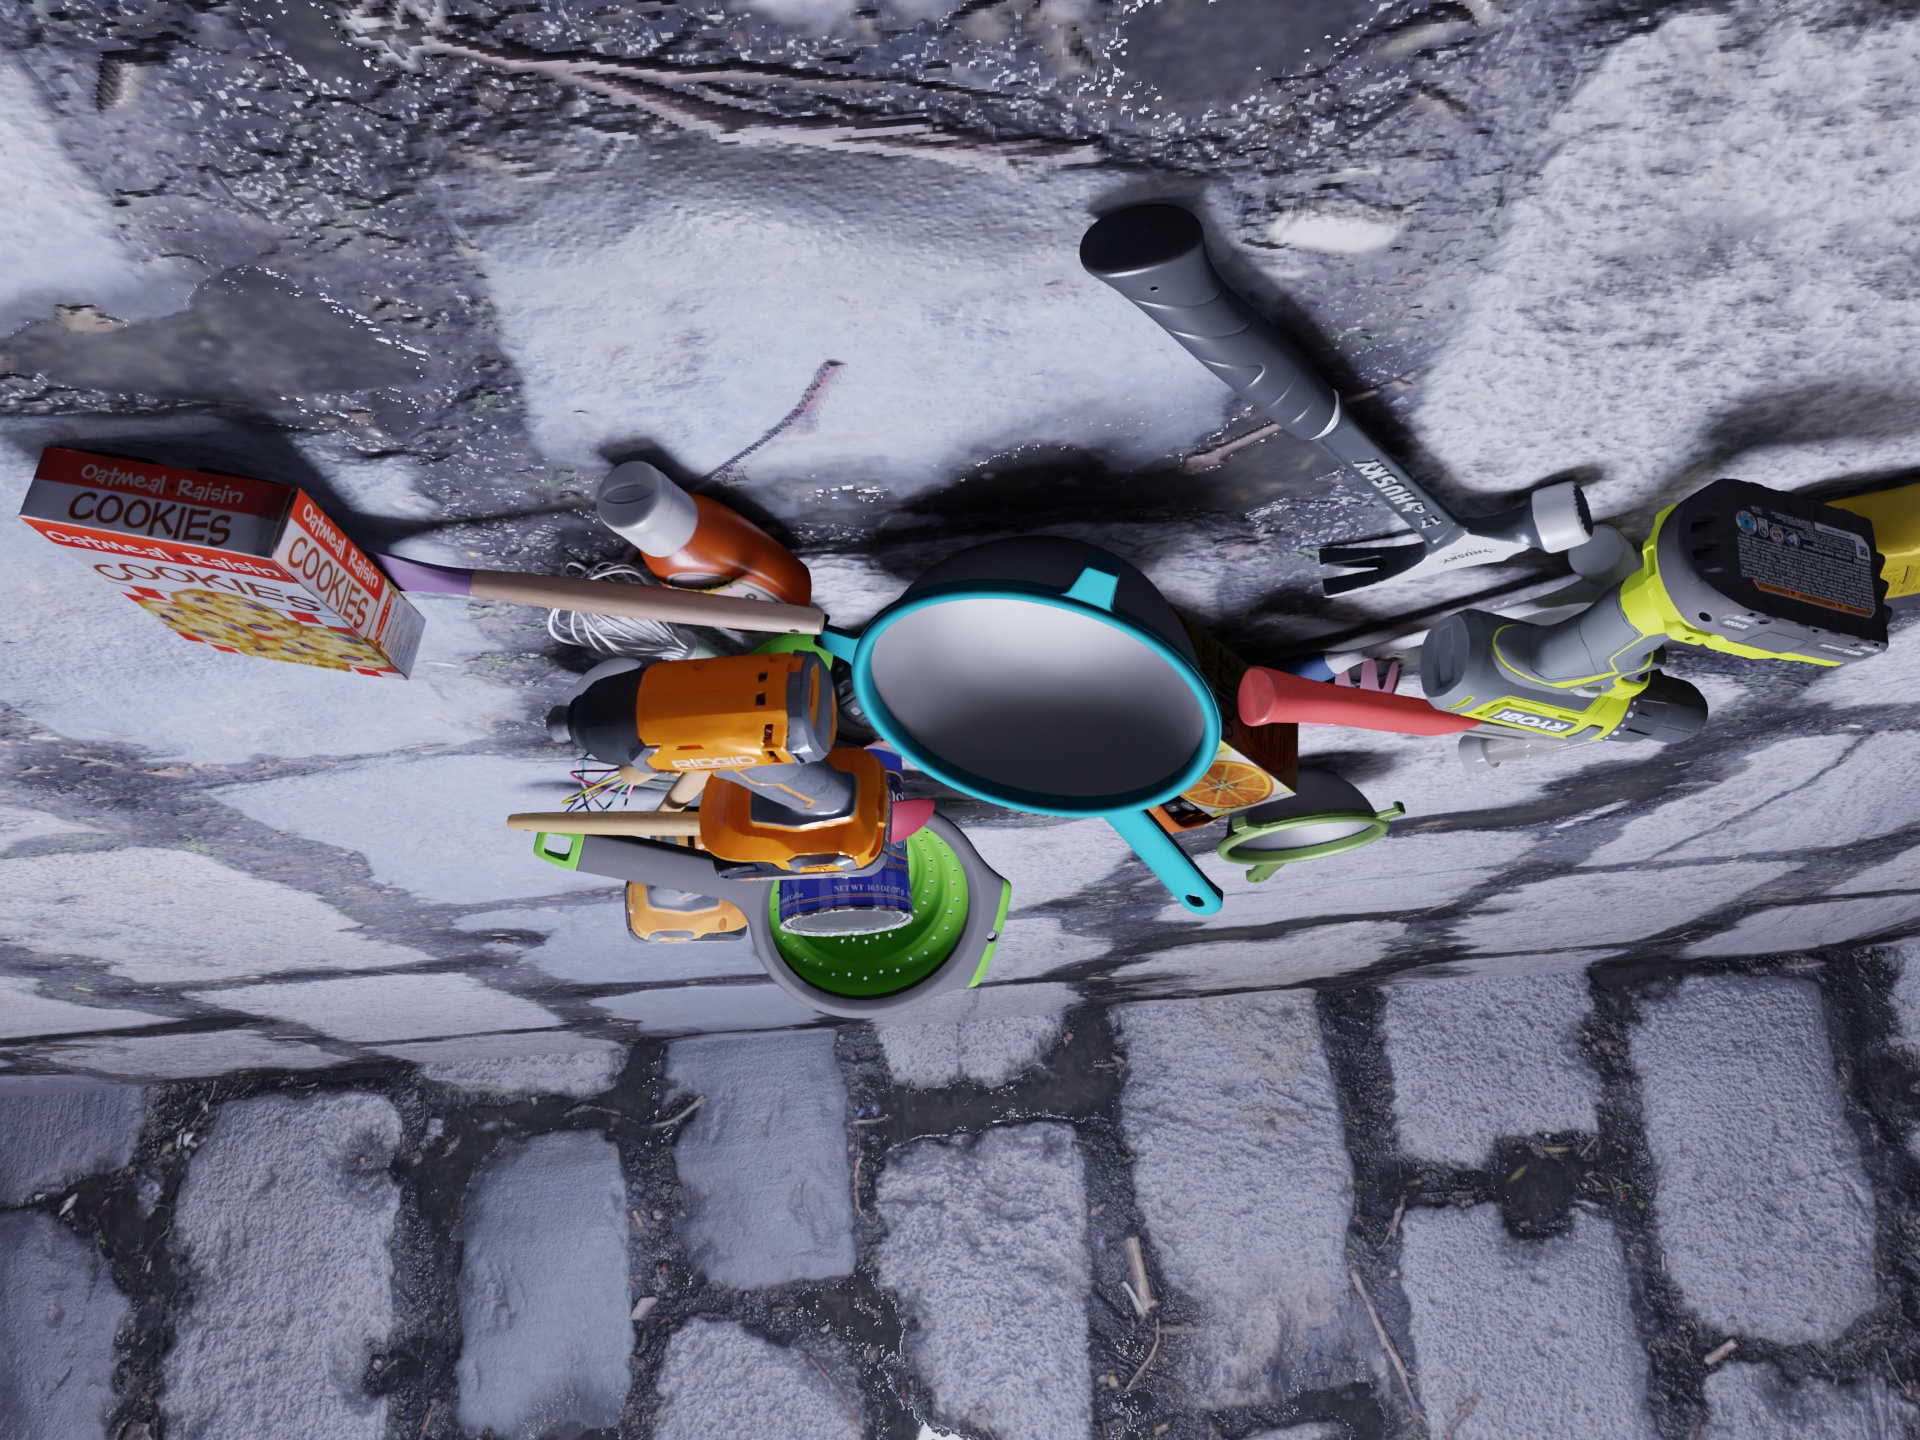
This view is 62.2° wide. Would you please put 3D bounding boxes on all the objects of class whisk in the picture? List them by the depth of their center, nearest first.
[{"bbox_3d":[-0.174,-0.045,0.957,0.059,0.058,0.246,-39,160,5],"label":"whisk"},{"bbox_3d":[-0.237,0.036,1.135,0.047,0.051,0.245,13,164,-25],"label":"whisk"}]

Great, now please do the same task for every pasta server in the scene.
[{"bbox_3d":[0.177,-0.001,1.215,0.316,0.040,0.060,-8,162,25],"label":"pasta server"}]

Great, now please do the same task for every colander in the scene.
[{"bbox_3d":[-0.159,0.127,1.355,0.397,0.204,0.095,14,-164,-15],"label":"colander"}]

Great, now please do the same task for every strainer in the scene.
[{"bbox_3d":[0.083,-0.003,0.956,0.211,0.095,0.340,-10,139,33],"label":"strainer"},{"bbox_3d":[-0.185,-0.007,1.081,0.087,0.050,0.258,-9,168,28],"label":"strainer"},{"bbox_3d":[0.297,0.094,1.464,0.151,0.069,0.256,-5,163,-5],"label":"strainer"}]

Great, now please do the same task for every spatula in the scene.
[{"bbox_3d":[-0.227,-0.069,0.824,0.316,0.018,0.059,7,161,4],"label":"spatula"},{"bbox_3d":[0.159,0.061,1.407,0.081,0.041,0.322,-12,157,24],"label":"spatula"}]

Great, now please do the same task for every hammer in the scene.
[{"bbox_3d":[0.175,-0.140,0.765,0.149,0.036,0.408,-15,159,33],"label":"hammer"},{"bbox_3d":[0.269,-0.040,1.092,0.405,0.035,0.144,-17,158,34],"label":"hammer"},{"bbox_3d":[0.326,-0.005,1.099,0.358,0.037,0.149,6,161,-40],"label":"hammer"}]

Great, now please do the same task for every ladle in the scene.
[{"bbox_3d":[-0.176,0.074,1.155,0.315,0.031,0.069,0,164,5],"label":"ladle"}]

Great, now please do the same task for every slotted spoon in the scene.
[{"bbox_3d":[-0.159,0.017,1.076,0.070,0.031,0.313,-11,164,-30],"label":"slotted spoon"}]

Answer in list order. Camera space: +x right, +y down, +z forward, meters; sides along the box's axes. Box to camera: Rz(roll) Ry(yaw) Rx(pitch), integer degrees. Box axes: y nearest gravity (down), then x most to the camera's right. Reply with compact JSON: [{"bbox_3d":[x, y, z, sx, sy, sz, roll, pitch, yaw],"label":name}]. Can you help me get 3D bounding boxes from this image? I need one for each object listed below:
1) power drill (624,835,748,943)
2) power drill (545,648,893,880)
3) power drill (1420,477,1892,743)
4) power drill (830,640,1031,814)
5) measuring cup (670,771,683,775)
[{"bbox_3d":[-0.212,0.144,1.487,0.185,0.084,0.226,2,157,-23],"label":"power drill"},{"bbox_3d":[-0.137,0.029,0.960,0.164,0.084,0.226,-3,156,11],"label":"power drill"},{"bbox_3d":[0.407,-0.044,0.915,0.190,0.080,0.228,11,159,-17],"label":"power drill"},{"bbox_3d":[-0.002,-0.003,1.084,0.226,0.080,0.188,10,157,-30],"label":"power drill"},{"bbox_3d":[-0.189,0.030,1.234,0.062,0.029,0.156,-2,175,7],"label":"measuring cup"}]
